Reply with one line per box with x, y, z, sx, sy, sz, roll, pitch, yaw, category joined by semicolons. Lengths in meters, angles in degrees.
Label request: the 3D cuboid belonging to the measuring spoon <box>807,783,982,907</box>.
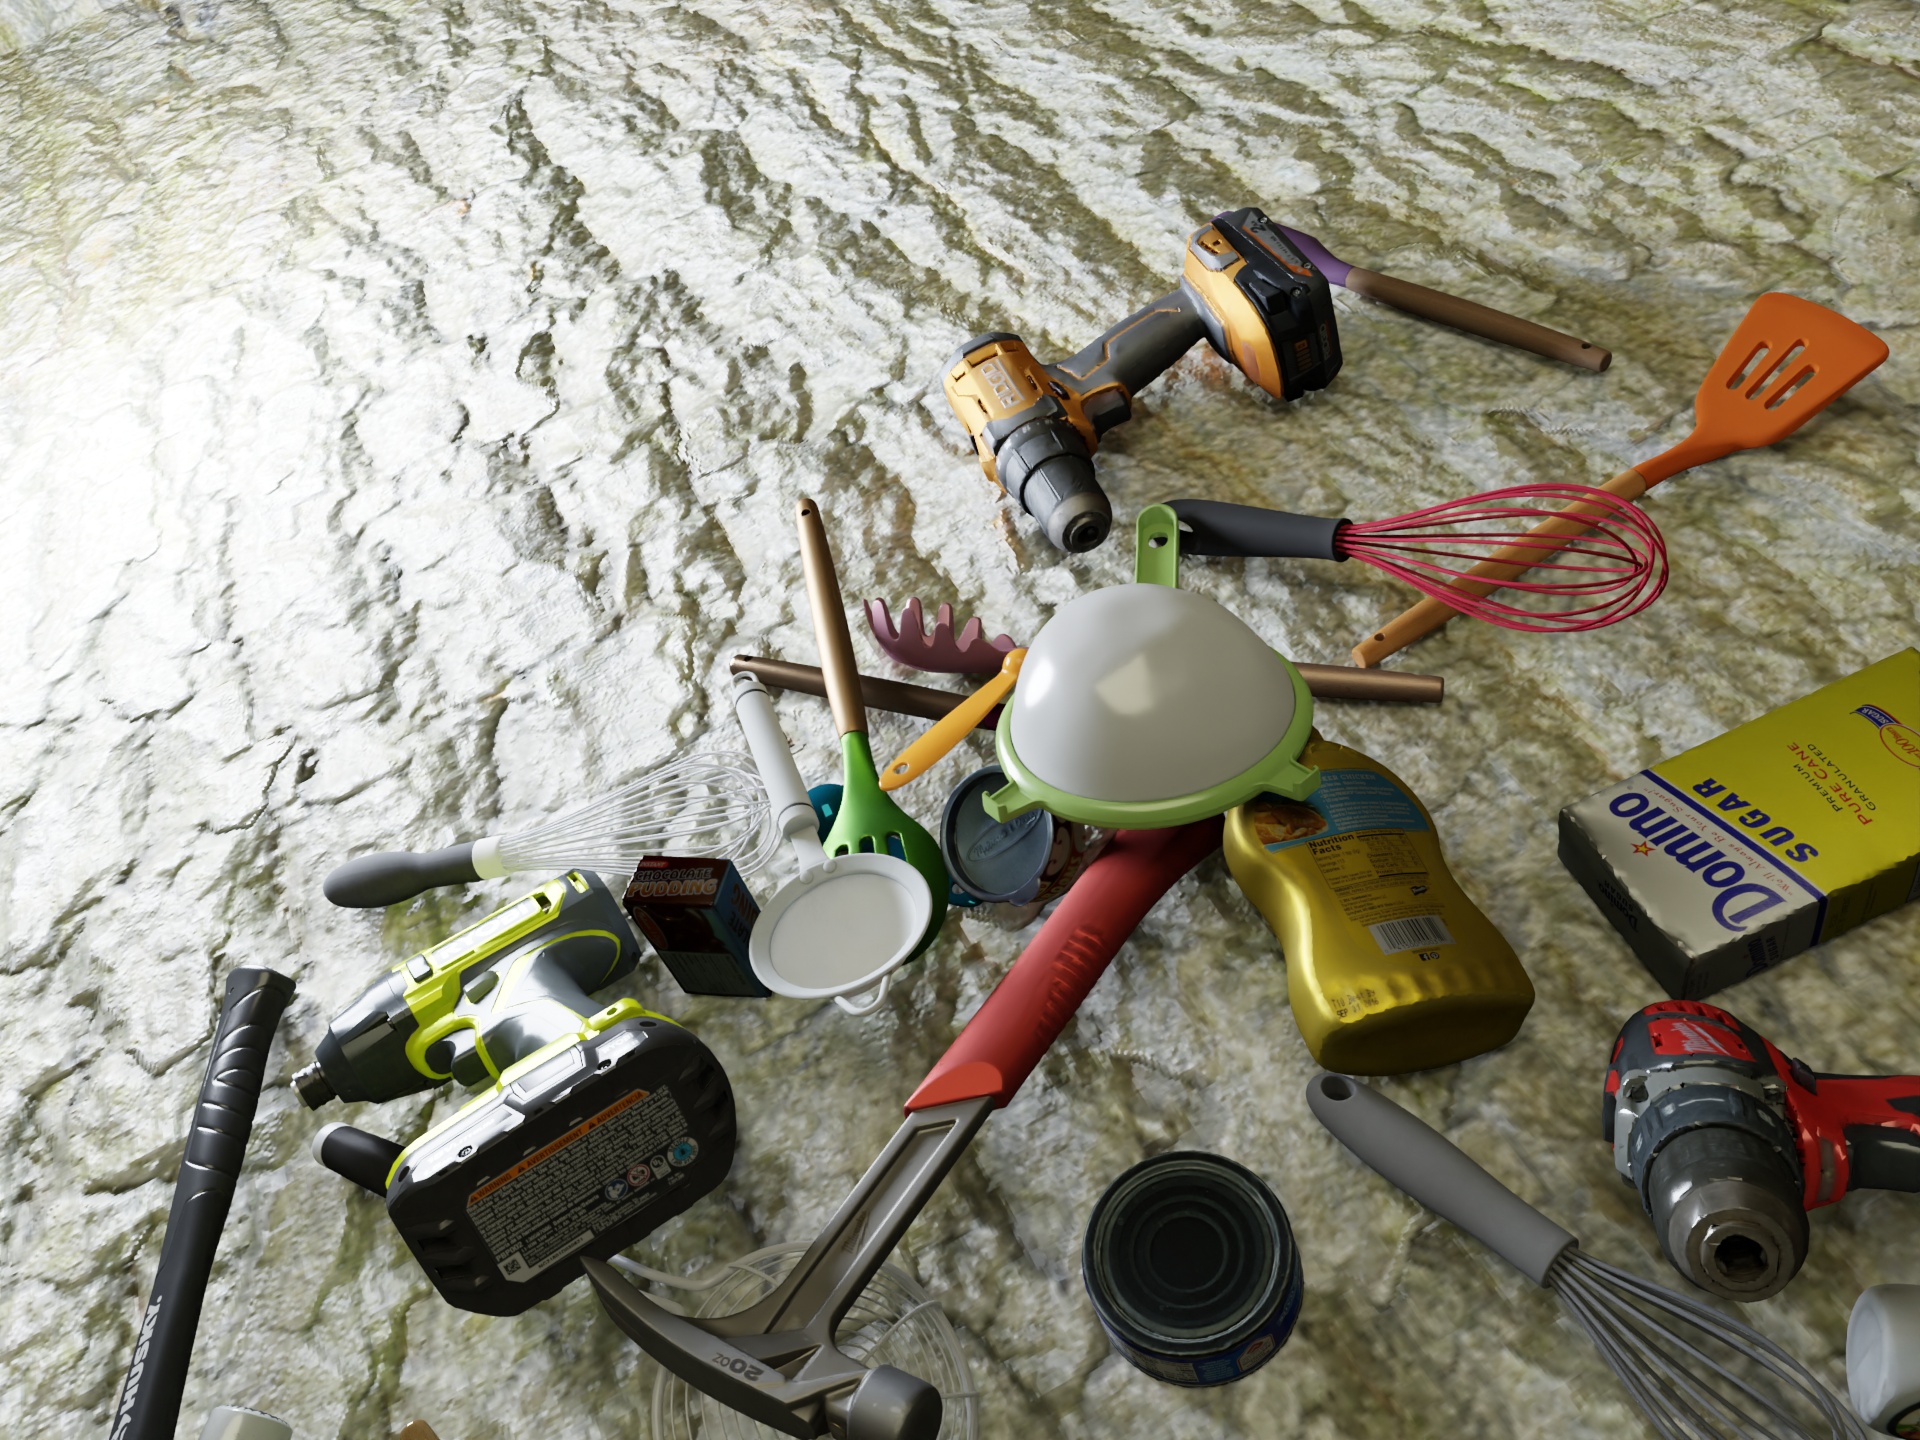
-0.039;0.063;0.819;0.129;0.021;0.042;24;61;34;measuring spoon

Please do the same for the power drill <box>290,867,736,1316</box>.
-0.206;0.158;0.714;0.171;0.080;0.223;-30;26;-19;power drill

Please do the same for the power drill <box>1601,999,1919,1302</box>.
0.334;0.150;0.524;0.227;0.080;0.188;3;7;20;power drill

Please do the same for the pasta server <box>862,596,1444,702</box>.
0.095;-0.036;0.851;0.316;0.040;0.060;5;8;20;pasta server

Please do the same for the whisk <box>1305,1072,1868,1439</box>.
0.221;0.205;0.596;0.055;0.055;0.239;-40;45;-17;whisk

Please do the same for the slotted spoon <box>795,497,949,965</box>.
-0.063;-0.009;0.854;0.070;0.031;0.314;-16;52;3;slotted spoon

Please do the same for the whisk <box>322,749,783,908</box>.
-0.223;0.068;0.858;0.284;0.070;0.070;-12;48;15;whisk

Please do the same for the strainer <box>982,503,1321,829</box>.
0.092;-0.055;0.782;0.151;0.069;0.257;-5;38;12;strainer

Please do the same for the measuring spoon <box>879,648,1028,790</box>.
-0.001;-0.003;0.818;0.021;0.011;0.117;22;53;41;measuring spoon

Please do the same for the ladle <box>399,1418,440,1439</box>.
-0.114;0.367;0.536;0.069;0.031;0.316;-43;60;-6;ladle

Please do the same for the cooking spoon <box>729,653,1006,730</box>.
-0.004;-0.007;0.850;0.319;0.017;0.069;11;39;34;cooking spoon

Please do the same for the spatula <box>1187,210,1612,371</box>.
0.269;-0.274;1.013;0.060;0.018;0.316;-42;49;-17;spatula

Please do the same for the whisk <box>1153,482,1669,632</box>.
0.215;-0.091;0.823;0.296;0.073;0.073;13;54;43;whisk

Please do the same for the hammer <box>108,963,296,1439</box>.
-0.361;0.248;0.738;0.146;0.035;0.335;-37;36;20;hammer

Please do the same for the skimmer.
-0.158;0.251;0.691;0.363;0.090;0.127;7;40;37;skimmer

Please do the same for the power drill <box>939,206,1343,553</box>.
0.115;-0.202;0.963;0.226;0.084;0.186;-26;47;1;power drill

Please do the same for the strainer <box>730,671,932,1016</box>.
-0.074;0.056;0.768;0.087;0.050;0.259;-23;45;-4;strainer

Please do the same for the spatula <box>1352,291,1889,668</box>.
0.339;-0.121;0.841;0.322;0.041;0.081;-32;48;-9;spatula

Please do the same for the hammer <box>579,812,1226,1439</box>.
0.010;0.134;0.673;0.149;0.036;0.359;14;42;30;hammer

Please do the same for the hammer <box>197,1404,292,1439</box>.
-0.142;0.358;0.590;0.409;0.036;0.149;-1;51;18;hammer
